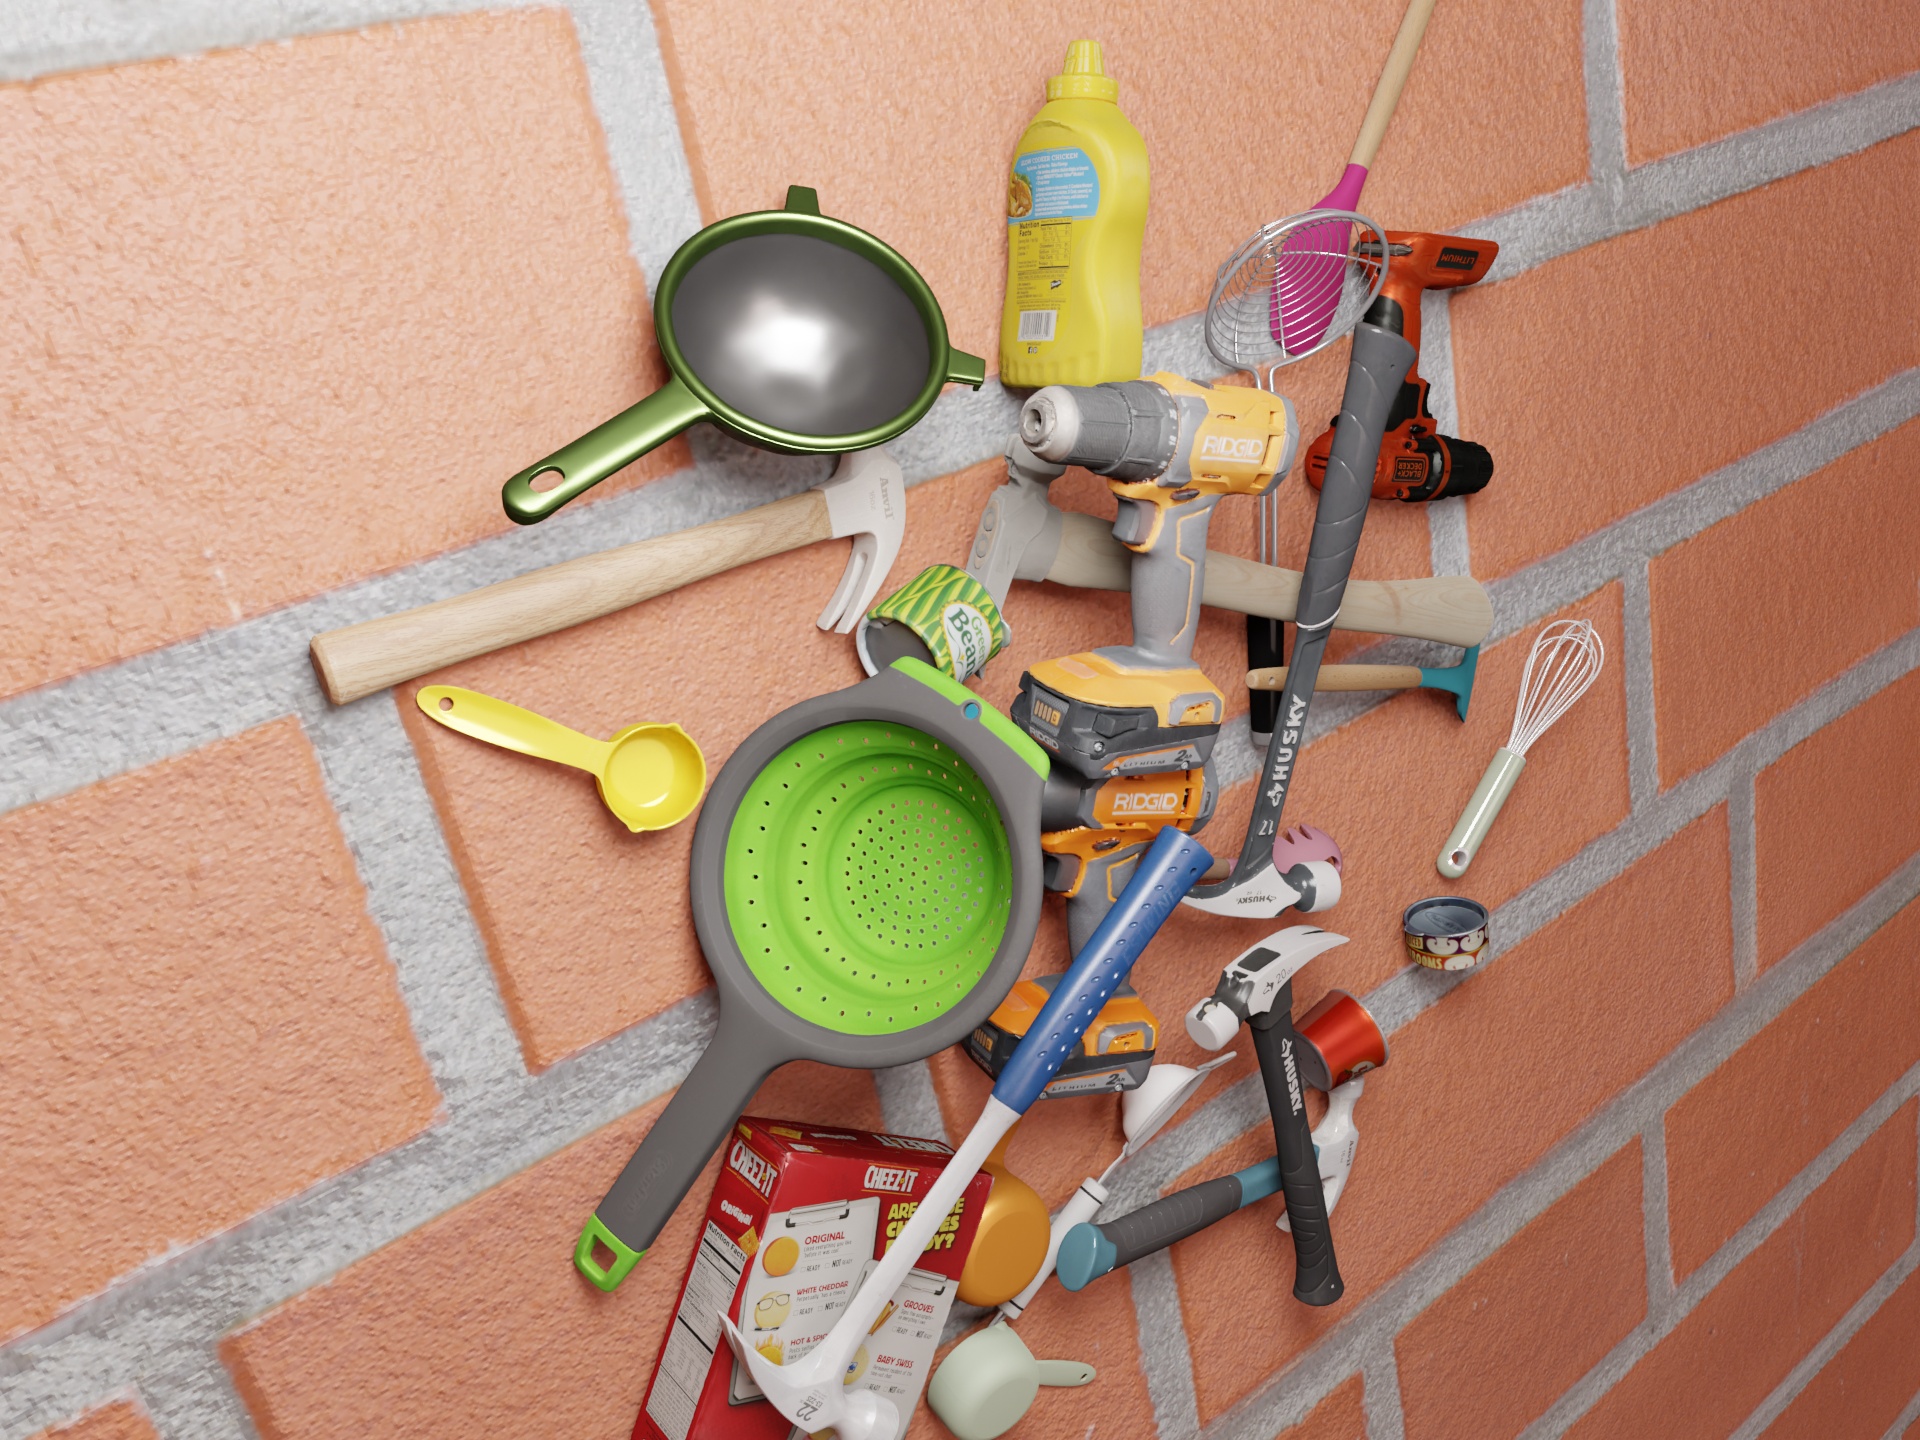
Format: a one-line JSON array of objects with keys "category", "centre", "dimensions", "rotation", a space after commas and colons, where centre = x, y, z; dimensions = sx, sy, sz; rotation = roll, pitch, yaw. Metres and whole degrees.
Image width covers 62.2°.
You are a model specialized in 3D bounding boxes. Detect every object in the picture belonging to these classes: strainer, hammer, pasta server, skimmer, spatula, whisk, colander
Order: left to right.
[{"category": "hammer", "centre": [-0.168, -0.075, 0.830], "dimensions": [0.331, 0.031, 0.130], "rotation": [-23, 113, -30]}, {"category": "strainer", "centre": [-0.122, -0.156, 0.800], "dimensions": [0.256, 0.069, 0.151], "rotation": [-39, 80, -27]}, {"category": "colander", "centre": [-0.087, 0.154, 0.905], "dimensions": [0.397, 0.205, 0.094], "rotation": [-56, 163, 7]}, {"category": "hammer", "centre": [0.018, 0.232, 0.931], "dimensions": [0.143, 0.035, 0.405], "rotation": [42, 79, -34]}, {"category": "strainer", "centre": [0.097, 0.322, 1.115], "dimensions": [0.258, 0.050, 0.086], "rotation": [-51, 160, -9]}, {"category": "pasta server", "centre": [0.160, 0.102, 1.120], "dimensions": [0.316, 0.040, 0.060], "rotation": [5, 98, -33]}, {"category": "hammer", "centre": [0.192, 0.351, 1.173], "dimensions": [0.331, 0.033, 0.128], "rotation": [-5, 105, -43]}, {"category": "hammer", "centre": [0.188, -0.078, 1.039], "dimensions": [0.410, 0.038, 0.146], "rotation": [7, 110, -29]}, {"category": "skimmer", "centre": [0.221, -0.150, 1.061], "dimensions": [0.127, 0.090, 0.363], "rotation": [-9, 108, -21]}, {"category": "hammer", "centre": [0.247, 0.302, 1.166], "dimensions": [0.146, 0.035, 0.334], "rotation": [-34, 123, -32]}, {"category": "hammer", "centre": [0.222, -0.051, 1.029], "dimensions": [0.149, 0.036, 0.408], "rotation": [-2, 115, -25]}, {"category": "spatula", "centre": [0.309, -0.032, 1.171], "dimensions": [0.317, 0.044, 0.082], "rotation": [-1, 104, -40]}, {"category": "whisk", "centre": [0.458, 0.022, 1.310], "dimensions": [0.058, 0.059, 0.246], "rotation": [31, 85, 0]}]

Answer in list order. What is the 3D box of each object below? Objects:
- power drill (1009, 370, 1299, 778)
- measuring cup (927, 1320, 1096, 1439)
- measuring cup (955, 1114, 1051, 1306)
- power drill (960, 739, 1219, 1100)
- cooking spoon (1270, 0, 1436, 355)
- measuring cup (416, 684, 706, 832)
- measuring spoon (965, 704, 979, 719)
[{"category": "power drill", "centre": [0.094, -0.085, 0.903], "dimensions": [0.185, 0.084, 0.226], "rotation": [-3, 113, -39]}, {"category": "measuring cup", "centre": [0.050, 0.466, 1.109], "dimensions": [0.167, 0.038, 0.083], "rotation": [23, 100, -42]}, {"category": "measuring cup", "centre": [0.034, 0.304, 1.055], "dimensions": [0.095, 0.052, 0.173], "rotation": [25, 88, -38]}, {"category": "power drill", "centre": [0.067, 0.120, 1.003], "dimensions": [0.164, 0.084, 0.226], "rotation": [2, 105, -31]}, {"category": "cooking spoon", "centre": [0.282, -0.403, 1.092], "dimensions": [0.068, 0.017, 0.319], "rotation": [22, 88, -38]}, {"category": "measuring cup", "centre": [-0.209, 0.012, 0.832], "dimensions": [0.156, 0.029, 0.062], "rotation": [22, 87, -26]}, {"category": "measuring spoon", "centre": [-0.002, -0.003, 0.984], "dimensions": [0.128, 0.021, 0.042], "rotation": [49, 66, -24]}]
